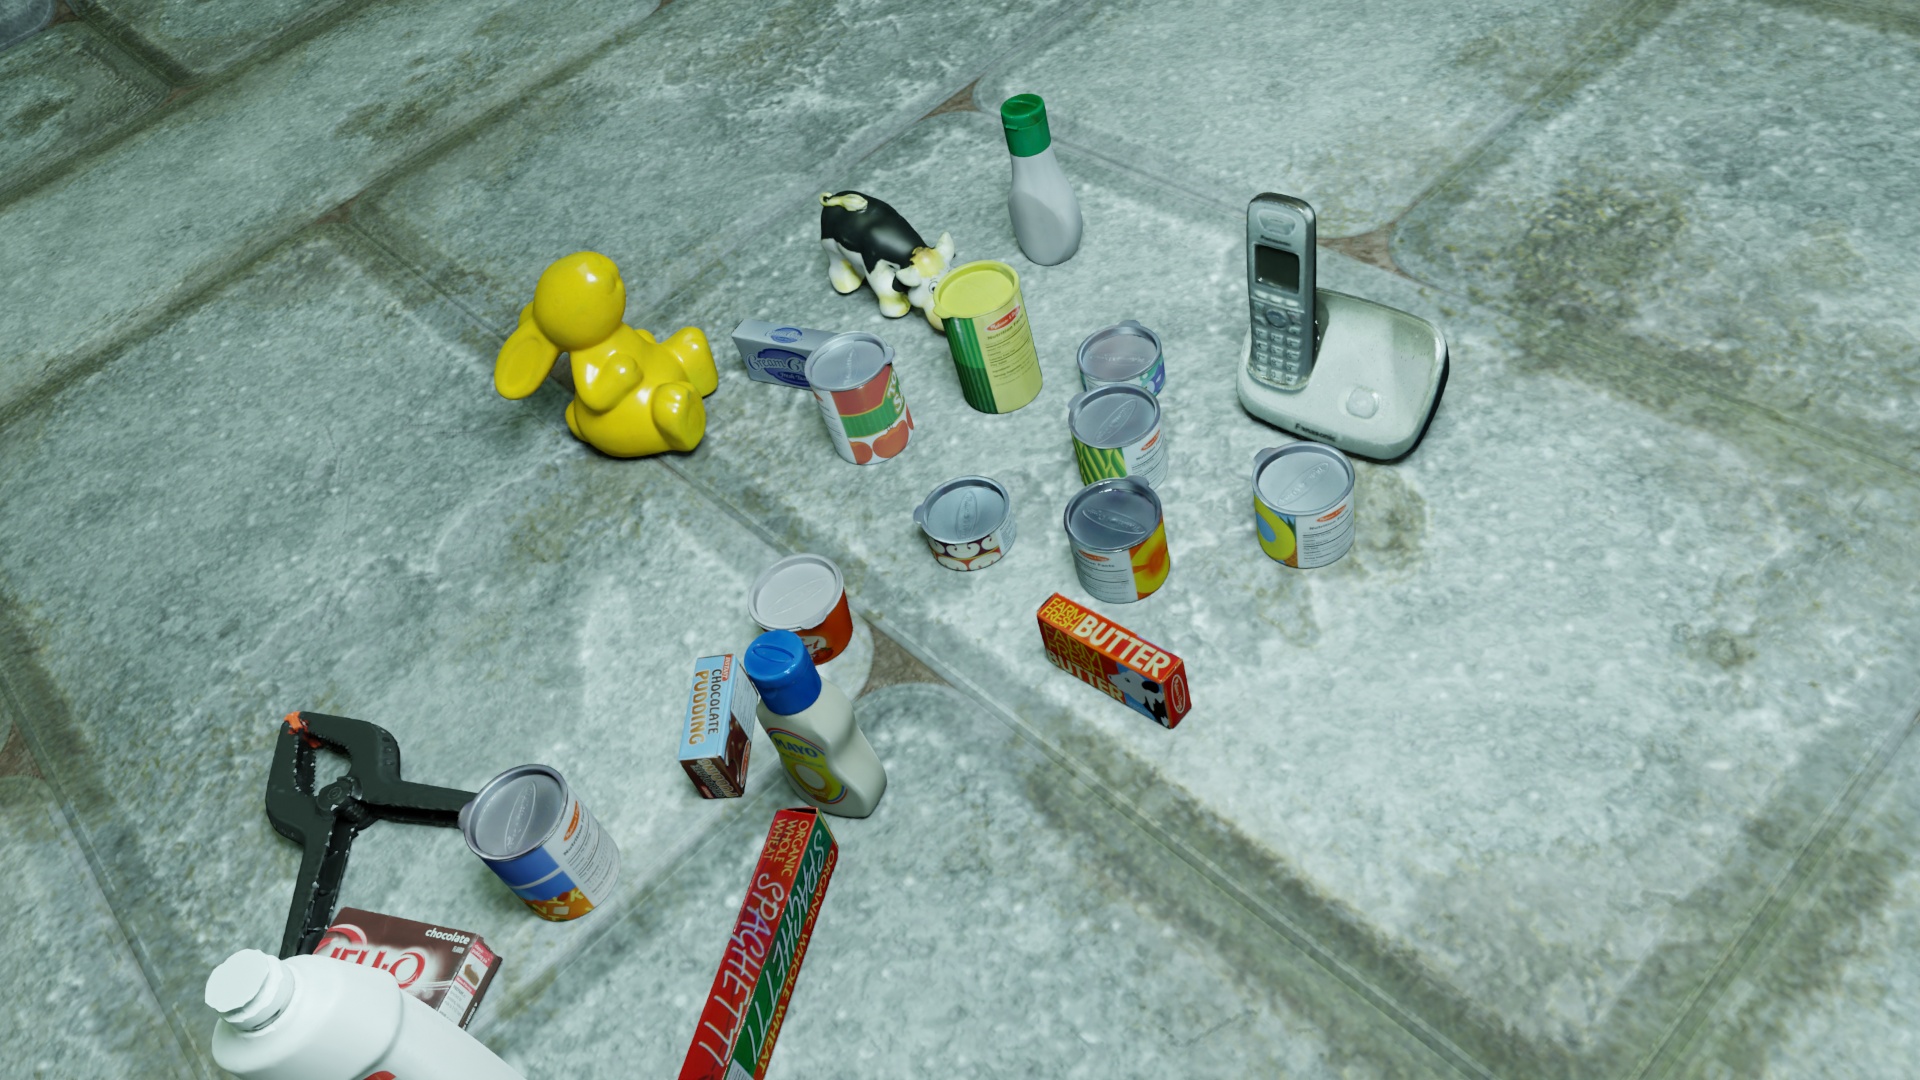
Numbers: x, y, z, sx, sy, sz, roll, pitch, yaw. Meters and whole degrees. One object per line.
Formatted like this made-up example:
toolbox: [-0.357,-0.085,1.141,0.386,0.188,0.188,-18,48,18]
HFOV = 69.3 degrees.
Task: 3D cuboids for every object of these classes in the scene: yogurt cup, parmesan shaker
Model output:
yogurt cup: [-0.108,0.050,0.966,0.072,0.053,0.073,-8,47,9]
parmesan shaker: [0.020,-0.155,1.080,0.071,0.102,0.072,-8,47,9]

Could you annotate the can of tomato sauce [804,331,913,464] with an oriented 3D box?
can of tomato sauce: [-0.076,-0.111,1.082,0.071,0.082,0.071,-8,47,9]

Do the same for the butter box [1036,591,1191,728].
butter box: [0.097,0.076,0.884,0.103,0.053,0.024,28,62,34]

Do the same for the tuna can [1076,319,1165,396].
tuna can: [0.126,-0.137,1.081,0.071,0.032,0.071,-8,47,9]

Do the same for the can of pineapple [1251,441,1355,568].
can of pineapple: [0.230,-0.025,0.932,0.071,0.057,0.071,-8,47,9]

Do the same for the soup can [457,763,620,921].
soup can: [-0.261,0.189,0.865,0.071,0.083,0.072,-8,47,9]

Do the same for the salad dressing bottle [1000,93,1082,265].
salad dressing bottle: [0.065,-0.303,1.169,0.064,0.147,0.044,21,58,31]

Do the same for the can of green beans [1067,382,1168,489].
can of green beans: [0.115,-0.071,1.008,0.071,0.057,0.071,-8,47,9]

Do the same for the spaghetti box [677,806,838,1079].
spaghetti box: [-0.122,0.268,0.776,0.028,0.050,0.251,3,50,19]

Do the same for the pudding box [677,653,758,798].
pudding box: [-0.159,0.122,0.919,0.030,0.049,0.084,-8,47,10]

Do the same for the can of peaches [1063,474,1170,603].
can of peaches: [0.109,-0.001,0.946,0.071,0.057,0.071,-8,47,9]

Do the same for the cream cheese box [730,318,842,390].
cream cheese box: [-0.137,-0.153,1.158,0.104,0.053,0.024,13,54,26]

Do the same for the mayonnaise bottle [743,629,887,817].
mayonnaise bottle: [-0.091,0.112,0.841,0.065,0.147,0.041,12,54,26]

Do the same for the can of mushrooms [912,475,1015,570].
can of mushrooms: [0.004,-0.013,1.004,0.071,0.033,0.071,-8,47,9]
